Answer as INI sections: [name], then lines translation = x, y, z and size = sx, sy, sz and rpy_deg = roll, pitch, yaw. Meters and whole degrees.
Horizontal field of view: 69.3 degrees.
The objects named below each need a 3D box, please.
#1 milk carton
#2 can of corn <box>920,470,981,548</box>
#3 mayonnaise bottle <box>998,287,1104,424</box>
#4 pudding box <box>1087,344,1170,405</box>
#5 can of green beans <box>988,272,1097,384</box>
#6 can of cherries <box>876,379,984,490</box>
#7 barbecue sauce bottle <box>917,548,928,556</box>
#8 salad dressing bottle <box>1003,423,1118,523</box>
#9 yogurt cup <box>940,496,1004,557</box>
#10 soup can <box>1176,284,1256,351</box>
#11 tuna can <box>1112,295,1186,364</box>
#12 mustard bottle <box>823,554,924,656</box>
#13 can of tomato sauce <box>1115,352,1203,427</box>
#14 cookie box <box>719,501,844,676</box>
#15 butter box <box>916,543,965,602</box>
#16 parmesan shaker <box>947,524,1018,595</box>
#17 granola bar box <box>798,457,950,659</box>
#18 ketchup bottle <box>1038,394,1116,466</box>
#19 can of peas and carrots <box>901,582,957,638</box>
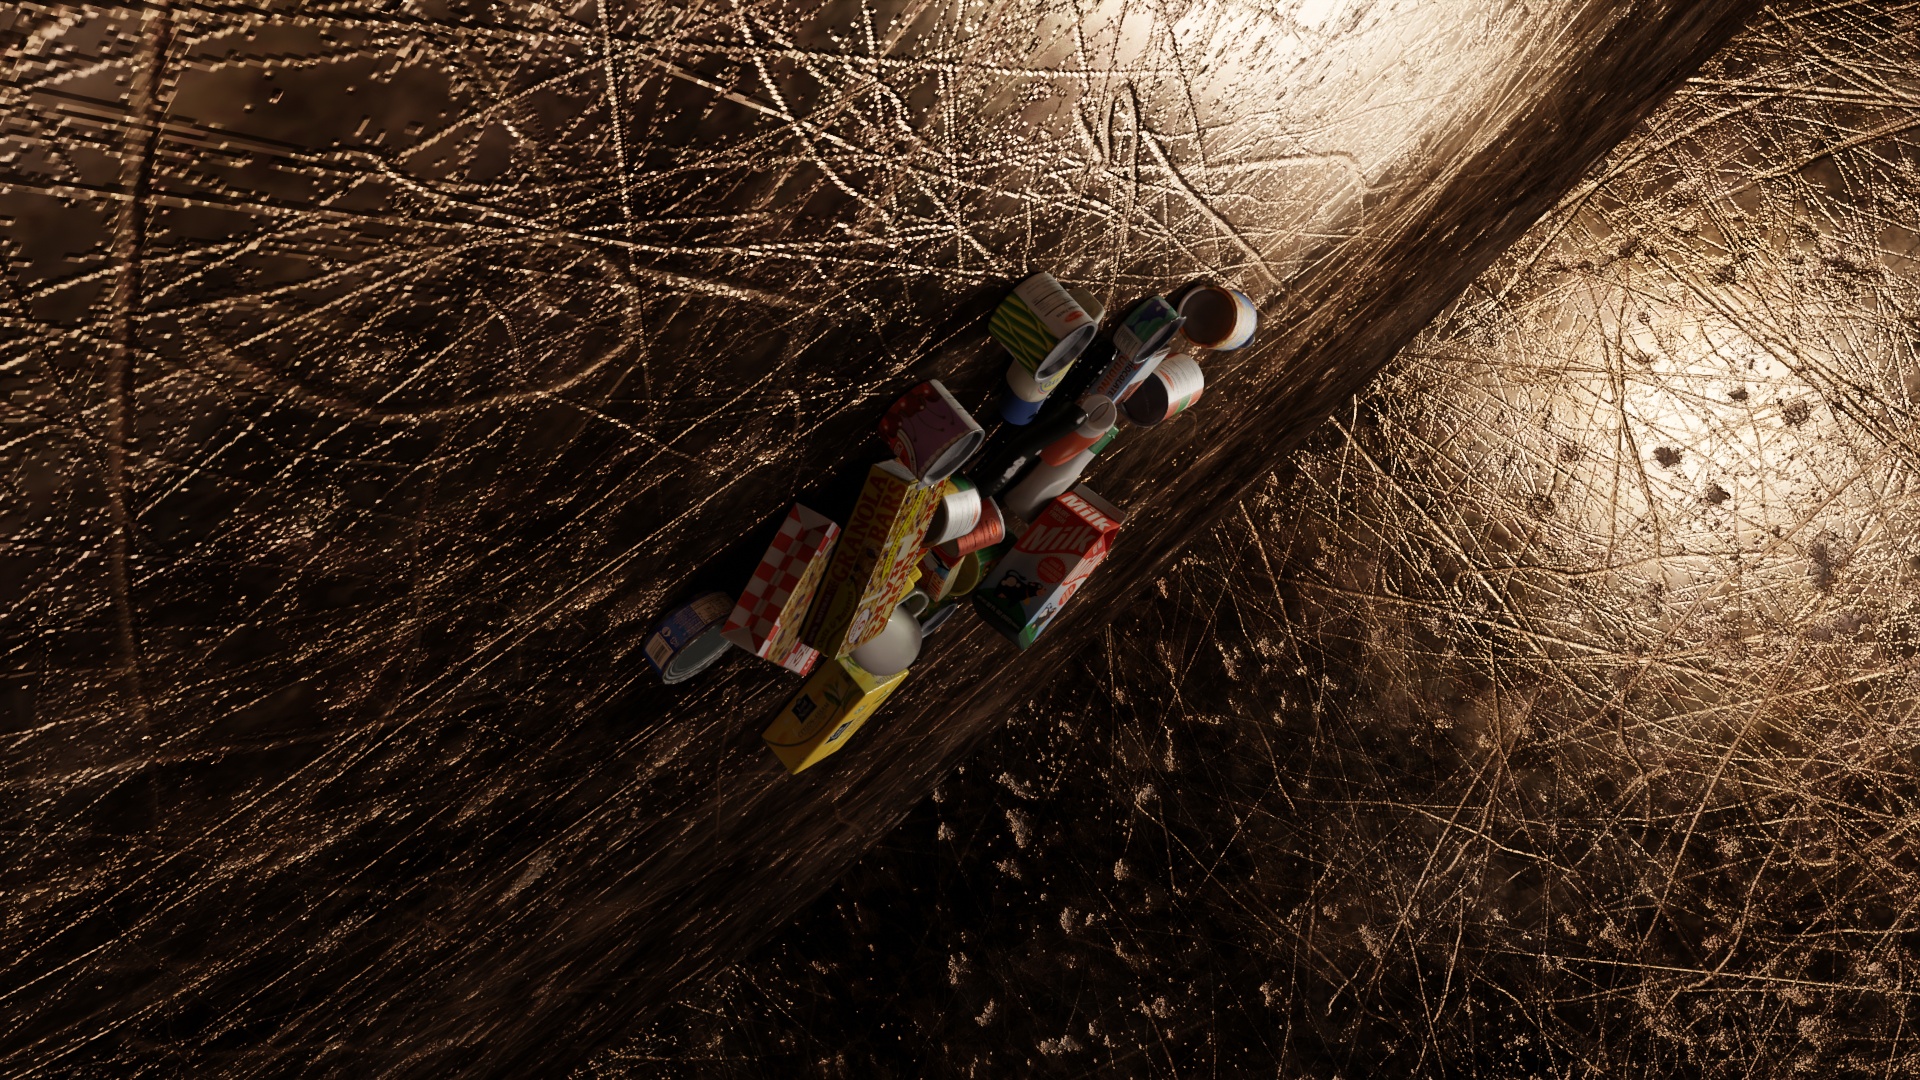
[milk carton]
translation = 0.102, 0.024, 1.560
size = 0.191, 0.072, 0.073
rpy_deg = -50, 161, -11
[can of corn]
translation = -0.026, -0.030, 1.286
size = 0.071, 0.071, 0.058
rpy_deg = -48, 165, 29
[mayonnaise bottle]
translation = 0.072, -0.154, 1.199
size = 0.065, 0.041, 0.147
rpy_deg = -36, 167, -32
[pudding box]
translation = 0.177, -0.178, 1.457
size = 0.050, 0.030, 0.083
rpy_deg = -27, 161, -51
[can of green beans]
translation = 0.064, -0.168, 1.091
size = 0.071, 0.058, 0.071
rpy_deg = -39, 167, -10
[can of cherries]
translation = -0.026, -0.084, 1.108
size = 0.071, 0.058, 0.071
rpy_deg = -39, 168, -10
[barbecue sauce bottle]
translation = -0.089, 0.025, 1.329
size = 0.149, 0.044, 0.064
rpy_deg = -33, 165, -36
[salad dressing bottle]
translation = 0.114, -0.084, 1.564
size = 0.147, 0.044, 0.064
rpy_deg = -45, 166, 11
[yogurt cup]
translation = 0.005, -0.018, 1.420
size = 0.054, 0.072, 0.072
rpy_deg = -27, 163, -21
[soup can]
translation = 0.272, -0.232, 1.461
size = 0.071, 0.071, 0.084
rpy_deg = -46, 166, 21
[tuna can]
translation = 0.187, -0.209, 1.373
size = 0.071, 0.033, 0.071
rpy_deg = -39, 167, -10
[mustard bottle]
translation = -0.089, 0.052, 1.406
size = 0.160, 0.049, 0.065
rpy_deg = -40, 169, -6
[can of tomato sauce]
translation = 0.221, -0.168, 1.544
size = 0.083, 0.071, 0.070
rpy_deg = -28, 162, -47
[cookie box]
translation = -0.135, 0.046, 1.177
size = 0.123, 0.040, 0.167
rpy_deg = -61, 169, -7
[butter box]
translation = -0.028, 0.024, 1.486
size = 0.024, 0.053, 0.103
rpy_deg = -39, 168, -23
[parmesan shaker]
translation = 0.019, 0.017, 1.567
size = 0.071, 0.071, 0.103
rpy_deg = -48, 166, 29
[granola bar box]
translation = -0.070, 0.011, 1.187
size = 0.165, 0.039, 0.124
rpy_deg = -66, 169, 14
[ketchup bottle]
translation = 0.119, -0.114, 1.396
size = 0.065, 0.043, 0.148
rpy_deg = -45, -177, -12
[can of peas and carrots]
translation = -0.048, 0.072, 1.577
size = 0.071, 0.059, 0.070
rpy_deg = -38, 167, -11
